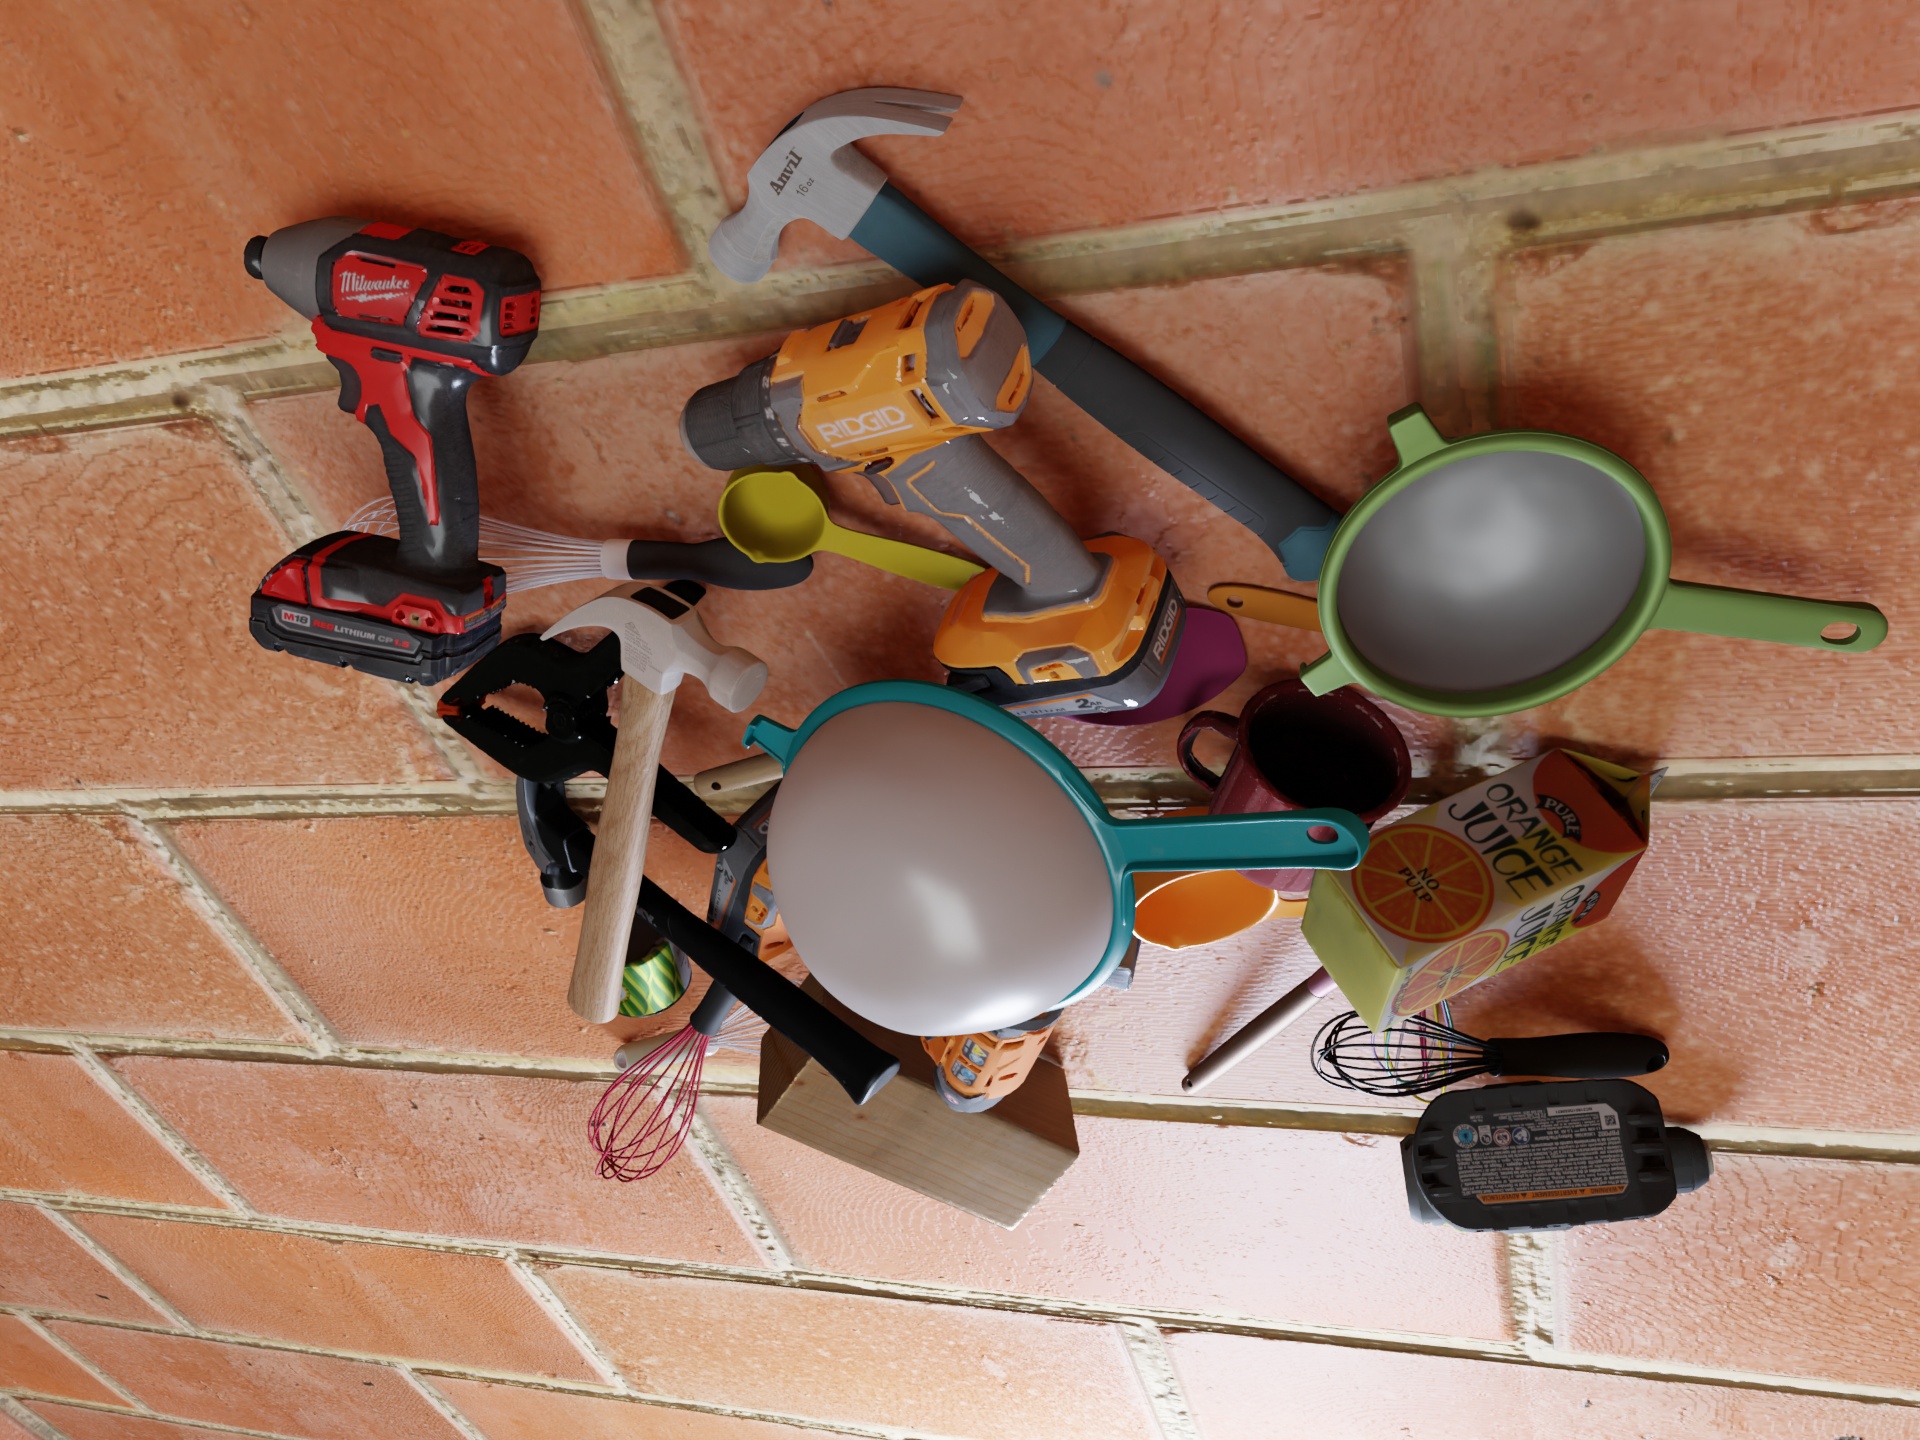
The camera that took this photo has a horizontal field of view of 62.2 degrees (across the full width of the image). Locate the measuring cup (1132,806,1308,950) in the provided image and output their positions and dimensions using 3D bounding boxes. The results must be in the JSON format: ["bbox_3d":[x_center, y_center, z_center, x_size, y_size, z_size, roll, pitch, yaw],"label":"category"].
[{"bbox_3d":[0.176,0.089,0.937,0.173,0.052,0.095,1,142,-17],"label":"measuring cup"}]

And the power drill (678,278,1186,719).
[{"bbox_3d":[-0.015,-0.096,0.760,0.185,0.084,0.226,-6,138,38],"label":"power drill"}]

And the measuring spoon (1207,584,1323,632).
[{"bbox_3d":[0.183,-0.050,0.813,0.117,0.011,0.021,13,136,6],"label":"measuring spoon"}]

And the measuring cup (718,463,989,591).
[{"bbox_3d":[-0.050,-0.100,0.843,0.156,0.029,0.062,16,131,-14],"label":"measuring cup"}]

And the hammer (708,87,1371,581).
[{"bbox_3d":[0.051,-0.165,0.731,0.331,0.033,0.128,33,136,-14],"label":"hammer"}]

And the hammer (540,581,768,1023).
[{"bbox_3d":[-0.197,0.060,0.925,0.130,0.031,0.331,34,130,17],"label":"hammer"}]

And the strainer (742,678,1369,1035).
[{"bbox_3d":[0.026,0.085,0.776,0.340,0.095,0.210,-7,116,38],"label":"strainer"}]

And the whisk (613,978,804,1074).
[{"bbox_3d":[-0.187,0.241,1.213,0.246,0.059,0.058,-21,80,39],"label":"whisk"}]

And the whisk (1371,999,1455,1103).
[{"bbox_3d":[0.281,0.148,0.956,0.051,0.047,0.244,-8,129,2],"label":"whisk"}]

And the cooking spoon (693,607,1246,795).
[{"bbox_3d":[-0.001,-0.003,0.875,0.319,0.017,0.068,-15,124,13],"label":"cooking spoon"}]

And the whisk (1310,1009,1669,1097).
[{"bbox_3d":[0.319,0.197,0.948,0.239,0.055,0.055,3,139,-15],"label":"whisk"}]

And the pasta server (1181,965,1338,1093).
[{"bbox_3d":[0.205,0.179,0.998,0.040,0.060,0.316,-15,155,-29],"label":"pasta server"}]

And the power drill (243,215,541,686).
[{"bbox_3d":[-0.294,-0.140,0.804,0.143,0.078,0.219,13,112,5],"label":"power drill"}]

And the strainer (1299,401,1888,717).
[{"bbox_3d":[0.287,-0.072,0.724,0.256,0.069,0.151,7,129,-3],"label":"strainer"}]

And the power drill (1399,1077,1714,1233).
[{"bbox_3d":[0.365,0.270,0.970,0.190,0.080,0.228,-9,160,15],"label":"power drill"}]

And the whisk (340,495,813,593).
[{"bbox_3d":[-0.219,-0.092,0.886,0.284,0.070,0.070,2,134,10],"label":"whisk"}]

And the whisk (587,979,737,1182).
[{"bbox_3d":[-0.193,0.232,1.146,0.073,0.073,0.295,29,115,-10],"label":"whisk"}]

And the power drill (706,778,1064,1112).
[{"bbox_3d":[-0.049,0.154,1.000,0.226,0.084,0.164,34,141,13],"label":"power drill"}]

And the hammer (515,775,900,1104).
[{"bbox_3d":[-0.166,0.133,0.995,0.335,0.035,0.146,31,140,31],"label":"hammer"}]
